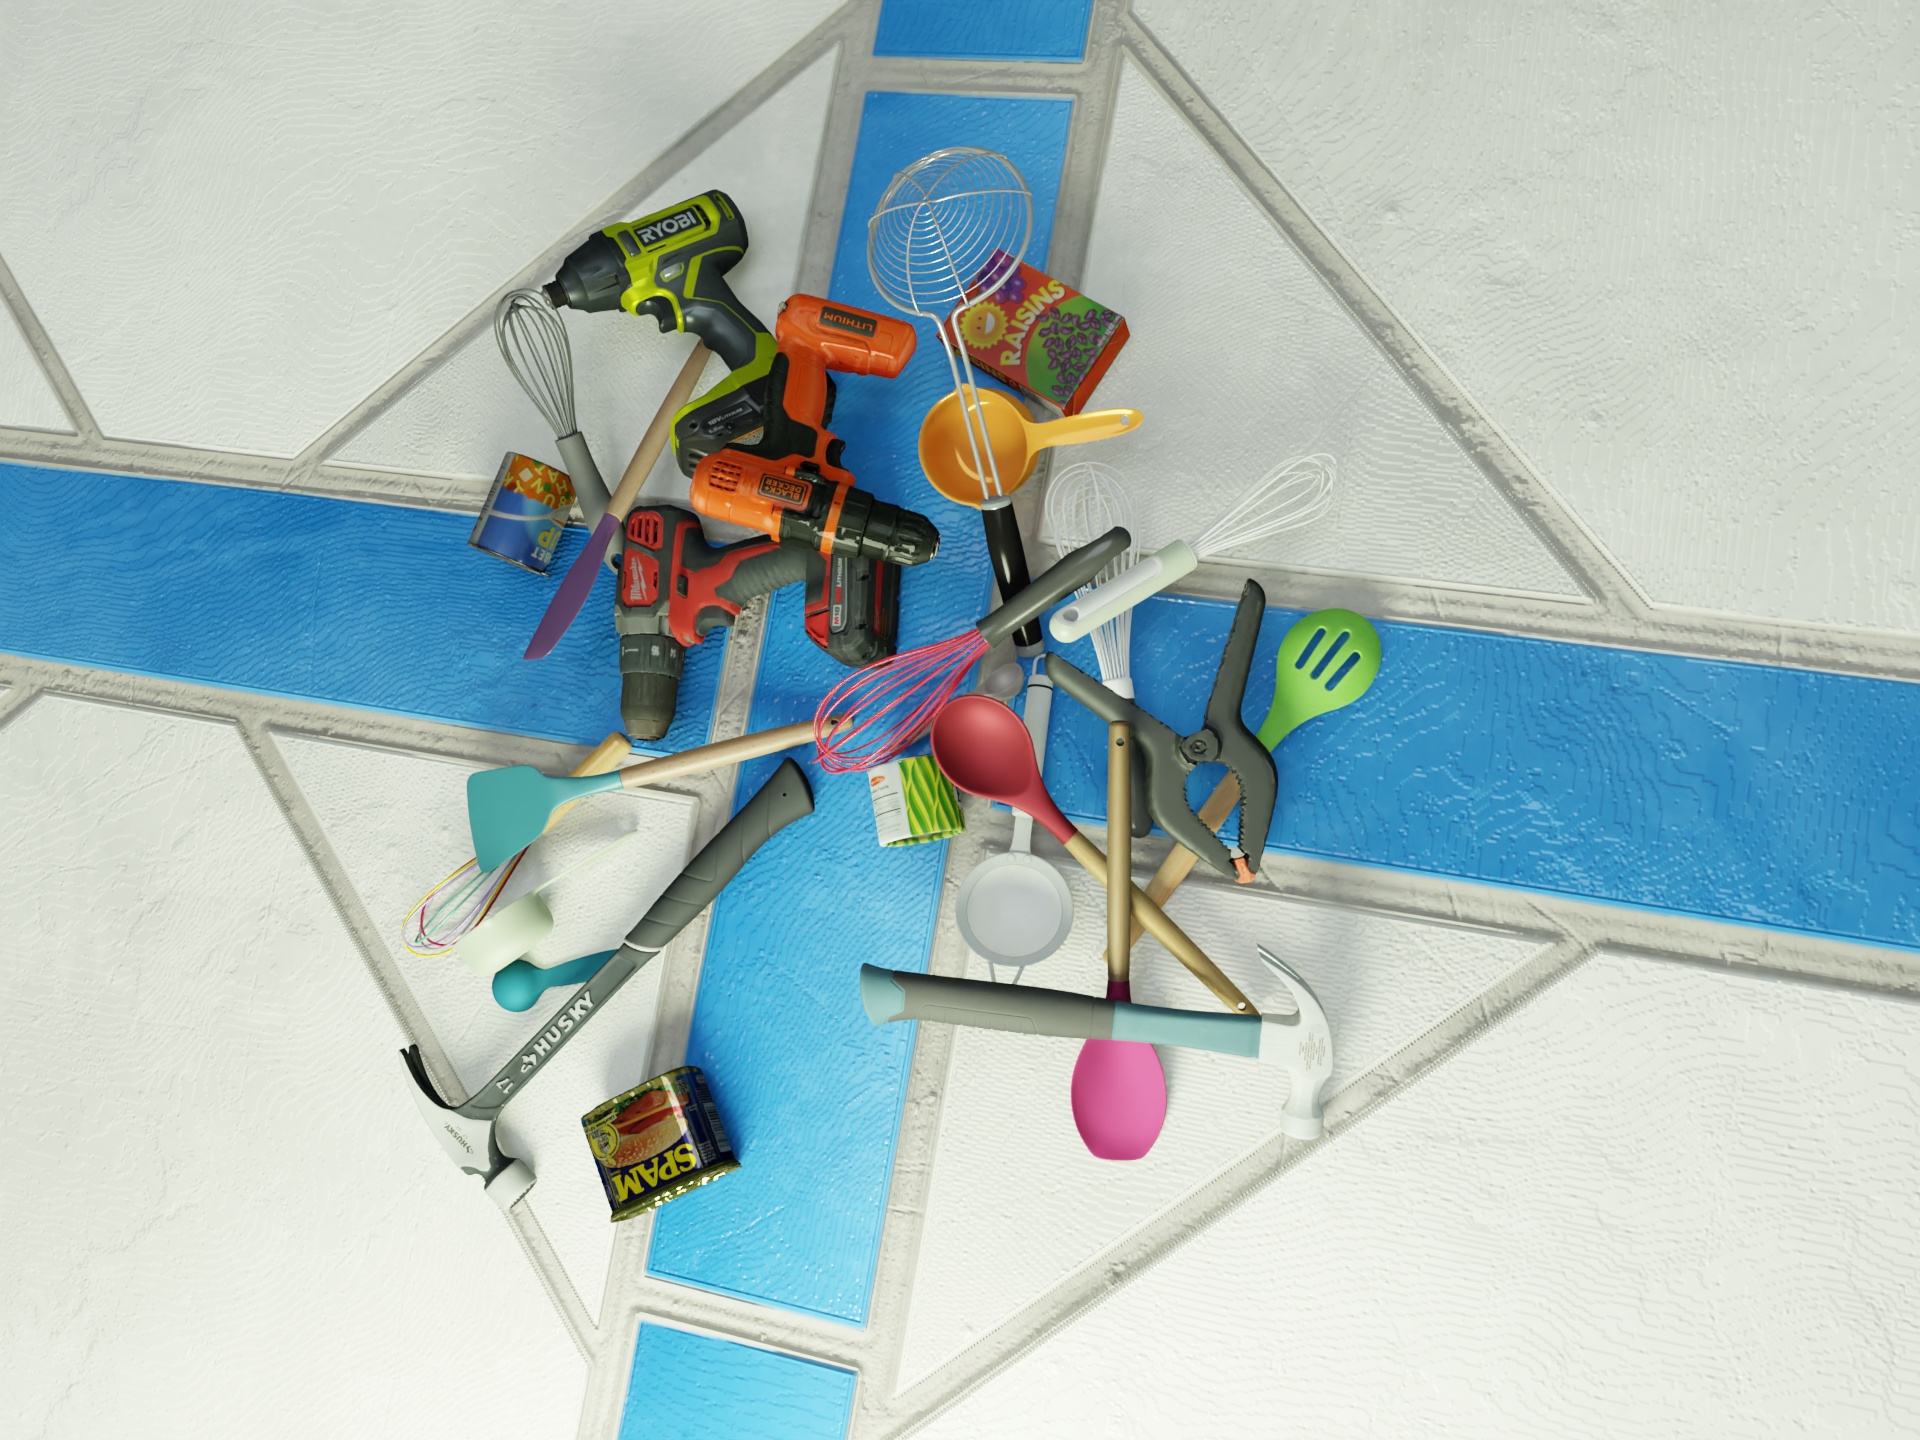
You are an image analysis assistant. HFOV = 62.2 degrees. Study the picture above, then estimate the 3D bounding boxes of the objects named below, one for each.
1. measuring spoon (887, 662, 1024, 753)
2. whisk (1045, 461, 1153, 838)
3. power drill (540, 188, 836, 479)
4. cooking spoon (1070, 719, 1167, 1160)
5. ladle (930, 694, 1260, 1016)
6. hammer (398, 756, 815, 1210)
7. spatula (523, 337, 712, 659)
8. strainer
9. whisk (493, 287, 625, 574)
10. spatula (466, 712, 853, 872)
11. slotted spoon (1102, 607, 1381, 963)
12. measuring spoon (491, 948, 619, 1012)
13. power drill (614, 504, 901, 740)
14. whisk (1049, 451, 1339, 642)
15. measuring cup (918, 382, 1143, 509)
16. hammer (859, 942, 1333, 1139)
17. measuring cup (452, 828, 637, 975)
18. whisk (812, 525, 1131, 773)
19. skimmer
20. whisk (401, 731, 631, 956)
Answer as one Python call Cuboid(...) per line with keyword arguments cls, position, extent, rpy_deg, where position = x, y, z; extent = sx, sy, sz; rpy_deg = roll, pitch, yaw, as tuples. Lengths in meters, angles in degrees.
Cuboid(cls="measuring spoon", position=(-0.002, -0.004, 1.217), extent=(0.124, 0.034, 0.018), rpy_deg=(-31, 120, 14))
Cuboid(cls="whisk", position=(0.111, -0.054, 1.179), extent=(0.070, 0.070, 0.285), rpy_deg=(-9, 84, 13))
Cuboid(cls="power drill", position=(-0.214, -0.305, 1.265), extent=(0.171, 0.080, 0.223), rpy_deg=(-28, 74, -18))
Cuboid(cls="cooking spoon", position=(0.112, 0.158, 1.125), extent=(0.069, 0.017, 0.319), rpy_deg=(0, 98, 6))
Cuboid(cls="ladle", position=(0.099, 0.102, 1.143), extent=(0.315, 0.031, 0.069), rpy_deg=(45, 94, 6))
Cuboid(cls="hammer", position=(-0.264, 0.185, 1.238), extent=(0.149, 0.036, 0.409), rpy_deg=(44, 91, 5))
Cuboid(cls="spatula", position=(-0.264, -0.182, 1.262), extent=(0.060, 0.018, 0.316), rpy_deg=(-4, 56, 48))
Cuboid(cls="strainer", position=(0.049, 0.075, 1.181), extent=(0.087, 0.050, 0.258), rpy_deg=(7, 77, 5))
Cuboid(cls="whisk", position=(-0.310, -0.226, 1.270), extent=(0.055, 0.055, 0.238), rpy_deg=(-15, 109, 12))
Cuboid(cls="spatula", position=(-0.237, 0.040, 1.247), extent=(0.317, 0.044, 0.082), rpy_deg=(-14, 73, -1))
Cuboid(cls="slotted spoon", position=(0.199, 0.050, 1.153), extent=(0.070, 0.031, 0.314), rpy_deg=(36, 93, 13))
Cuboid(cls="measuring spoon", position=(-0.318, 0.201, 1.263), extent=(0.128, 0.021, 0.042), rpy_deg=(-15, 78, 12))
Cuboid(cls="power drill", position=(-0.167, -0.077, 1.241), extent=(0.227, 0.080, 0.188), rpy_deg=(0, 81, 17))
Cuboid(cls="whisk", position=(0.170, -0.124, 1.145), extent=(0.246, 0.059, 0.058), rpy_deg=(-31, 56, -8))
Cuboid(cls="measuring cup", position=(0.057, -0.216, 1.203), extent=(0.173, 0.052, 0.095), rpy_deg=(-7, 101, 17))
Cuboid(cls="hammer", position=(0.093, 0.208, 1.107), extent=(0.331, 0.033, 0.128), rpy_deg=(6, 99, 5))
Cuboid(cls="measuring cup", position=(-0.319, 0.145, 1.258), extent=(0.167, 0.083, 0.038), rpy_deg=(-33, 90, -9))
Cuboid(cls="whisk", position=(0.003, -0.052, 1.170), extent=(0.296, 0.073, 0.073), rpy_deg=(-35, 75, 17))
Cuboid(cls="skimmer", position=(0.021, -0.227, 1.164), extent=(0.127, 0.090, 0.363), rpy_deg=(-5, 115, 23))
Cuboid(cls="whisk", position=(-0.355, 0.101, 1.284), extent=(0.245, 0.051, 0.047), rpy_deg=(-44, 95, 0))
